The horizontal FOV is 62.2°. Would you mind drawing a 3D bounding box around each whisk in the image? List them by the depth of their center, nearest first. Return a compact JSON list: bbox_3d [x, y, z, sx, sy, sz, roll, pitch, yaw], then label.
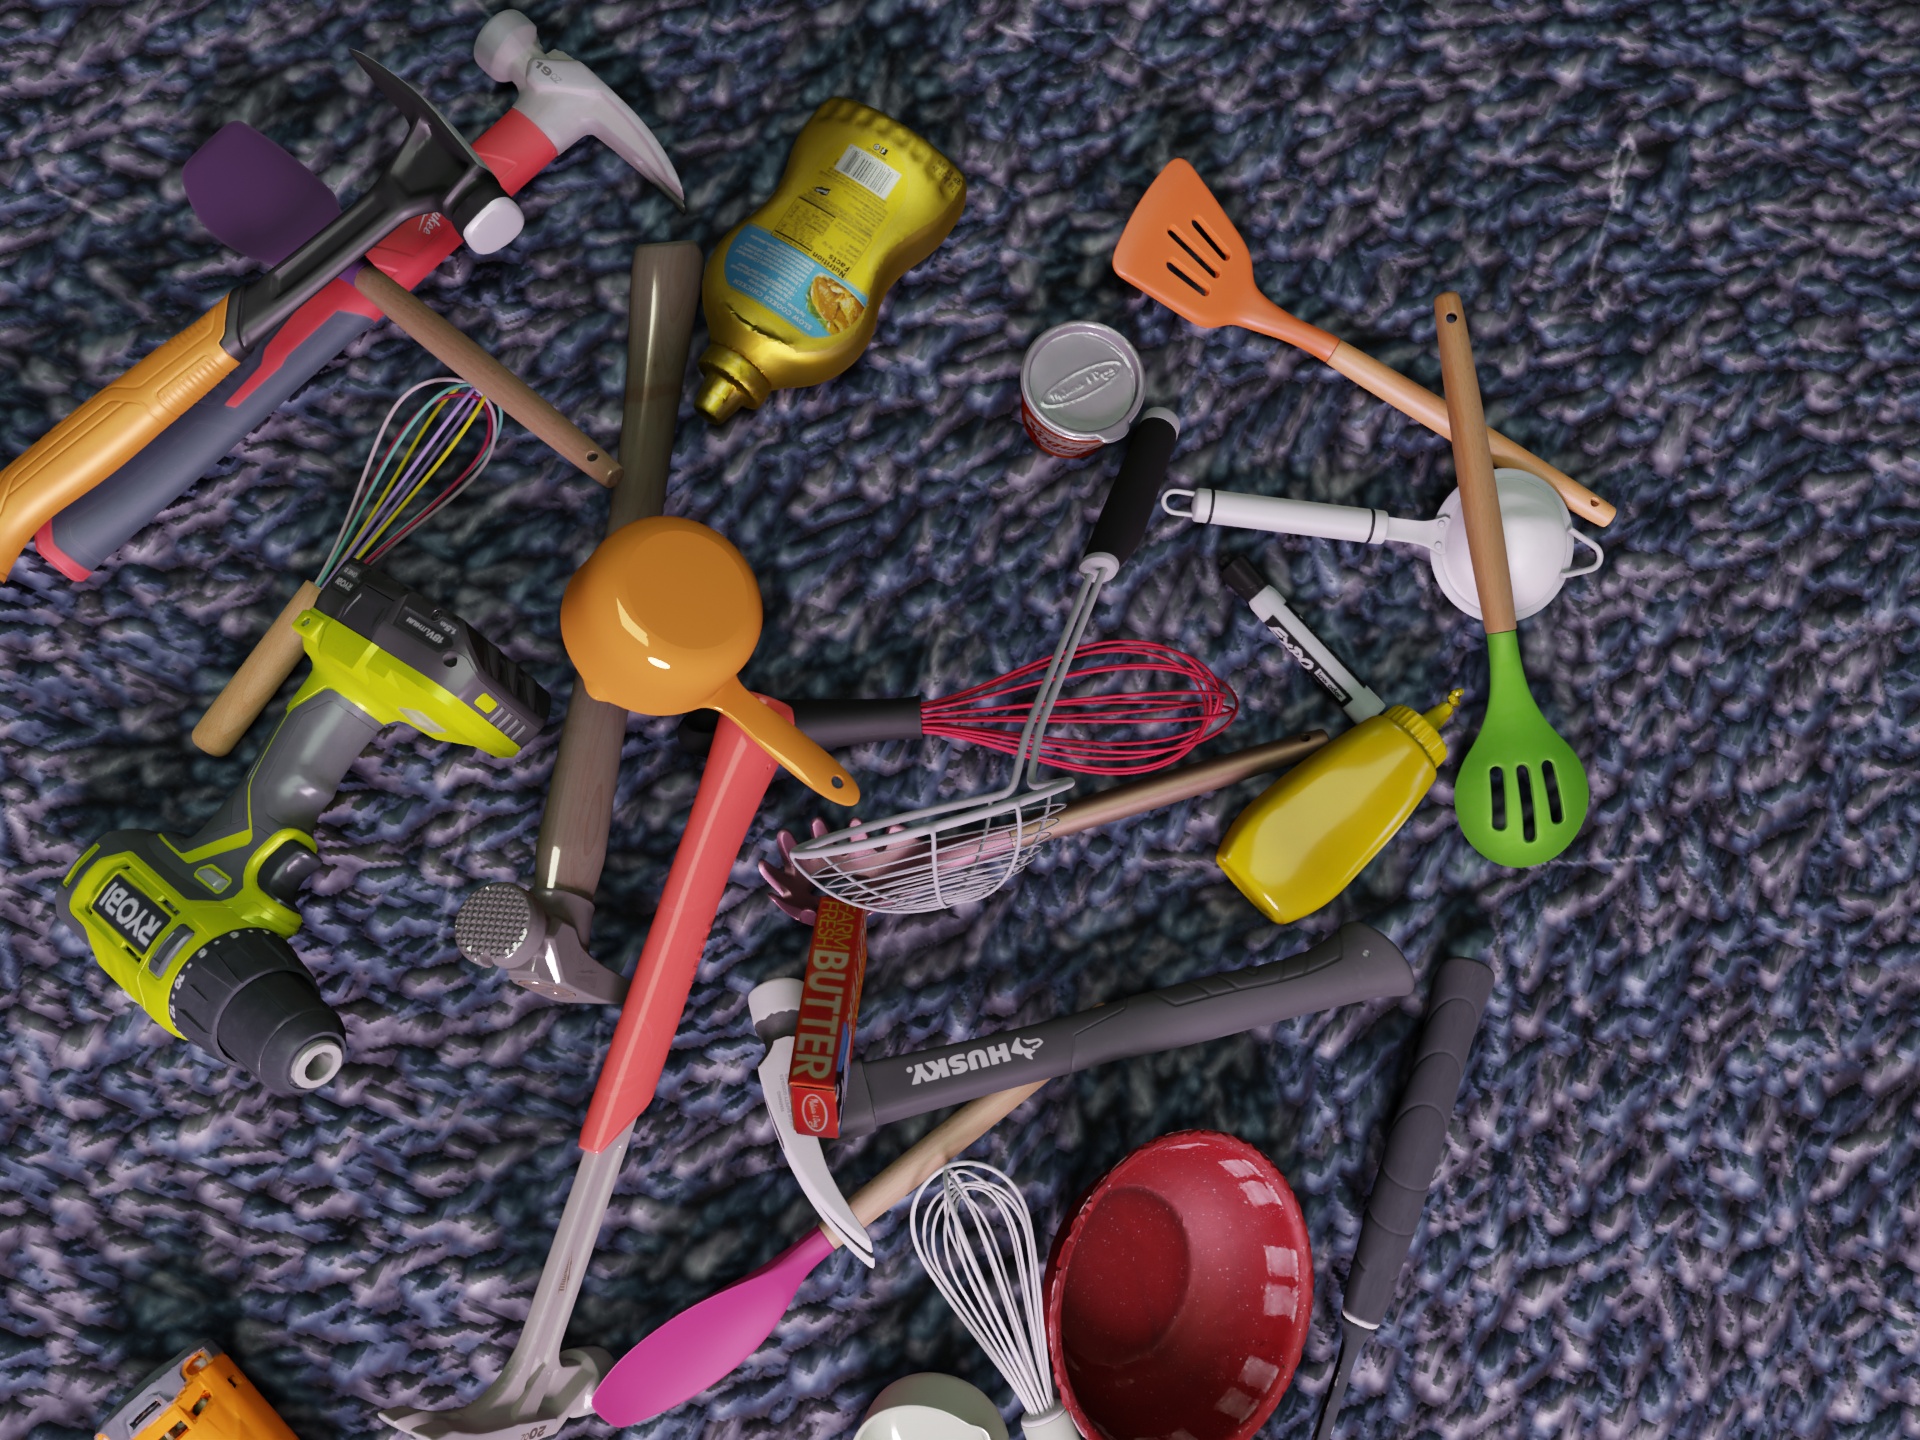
[{"bbox_3d":[0.037,0.336,0.788,0.059,0.058,0.246,-21,87,-5],"label":"whisk"},{"bbox_3d":[-0.320,-0.085,0.835,0.047,0.051,0.245,32,83,22],"label":"whisk"},{"bbox_3d":[-0.001,-0.003,0.836,0.296,0.073,0.073,-4,81,0],"label":"whisk"}]

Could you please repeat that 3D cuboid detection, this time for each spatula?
[{"bbox_3d":[-0.288,-0.210,0.810,0.316,0.018,0.060,38,81,15],"label":"spatula"},{"bbox_3d":[0.234,-0.200,0.900,0.322,0.041,0.081,31,78,0],"label":"spatula"}]

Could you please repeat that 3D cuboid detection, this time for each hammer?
[{"bbox_3d":[-0.156,0.154,0.751,0.037,0.149,0.359,13,78,21],"label":"hammer"},{"bbox_3d":[0.189,0.306,0.776,0.036,0.149,0.409,20,72,13],"label":"hammer"},{"bbox_3d":[-0.382,-0.188,0.792,0.337,0.034,0.127,-41,74,-2],"label":"hammer"},{"bbox_3d":[0.069,0.164,0.799,0.334,0.035,0.146,-12,53,-9],"label":"hammer"},{"bbox_3d":[-0.171,-0.062,0.818,0.038,0.146,0.411,0,69,14],"label":"hammer"},{"bbox_3d":[-0.324,-0.209,0.853,0.143,0.038,0.386,43,79,1],"label":"hammer"}]

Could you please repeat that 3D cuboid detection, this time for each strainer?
[{"bbox_3d":[0.240,-0.106,0.887,0.258,0.050,0.087,7,94,-1],"label":"strainer"}]

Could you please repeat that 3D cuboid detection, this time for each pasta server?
[{"bbox_3d":[0.051,0.049,0.842,0.316,0.040,0.060,-16,50,-9],"label":"pasta server"}]

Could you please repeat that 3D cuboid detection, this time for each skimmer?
[{"bbox_3d":[0.034,-0.052,0.776,0.090,0.127,0.363,46,50,-28],"label":"skimmer"}]

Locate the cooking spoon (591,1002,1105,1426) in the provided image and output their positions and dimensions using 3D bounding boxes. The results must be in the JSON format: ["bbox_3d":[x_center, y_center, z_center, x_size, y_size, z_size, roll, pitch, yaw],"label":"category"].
[{"bbox_3d":[-0.047,0.244,0.801,0.319,0.068,0.017,-35,45,-13],"label":"cooking spoon"}]

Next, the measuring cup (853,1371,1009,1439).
[{"bbox_3d":[0.019,0.386,0.775,0.167,0.038,0.083,45,109,-3],"label":"measuring cup"}]

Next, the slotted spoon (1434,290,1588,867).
[{"bbox_3d":[0.284,-0.073,0.853,0.070,0.031,0.314,-9,93,11],"label":"slotted spoon"}]

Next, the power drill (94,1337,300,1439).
[{"bbox_3d":[-0.384,0.421,0.719,0.226,0.084,0.164,-42,87,-14],"label":"power drill"}]

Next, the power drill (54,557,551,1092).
[{"bbox_3d":[-0.304,0.050,0.758,0.191,0.080,0.228,26,74,33],"label":"power drill"}]

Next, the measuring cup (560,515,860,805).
[{"bbox_3d":[-0.104,-0.024,0.746,0.173,0.052,0.095,41,55,-9],"label":"measuring cup"}]
